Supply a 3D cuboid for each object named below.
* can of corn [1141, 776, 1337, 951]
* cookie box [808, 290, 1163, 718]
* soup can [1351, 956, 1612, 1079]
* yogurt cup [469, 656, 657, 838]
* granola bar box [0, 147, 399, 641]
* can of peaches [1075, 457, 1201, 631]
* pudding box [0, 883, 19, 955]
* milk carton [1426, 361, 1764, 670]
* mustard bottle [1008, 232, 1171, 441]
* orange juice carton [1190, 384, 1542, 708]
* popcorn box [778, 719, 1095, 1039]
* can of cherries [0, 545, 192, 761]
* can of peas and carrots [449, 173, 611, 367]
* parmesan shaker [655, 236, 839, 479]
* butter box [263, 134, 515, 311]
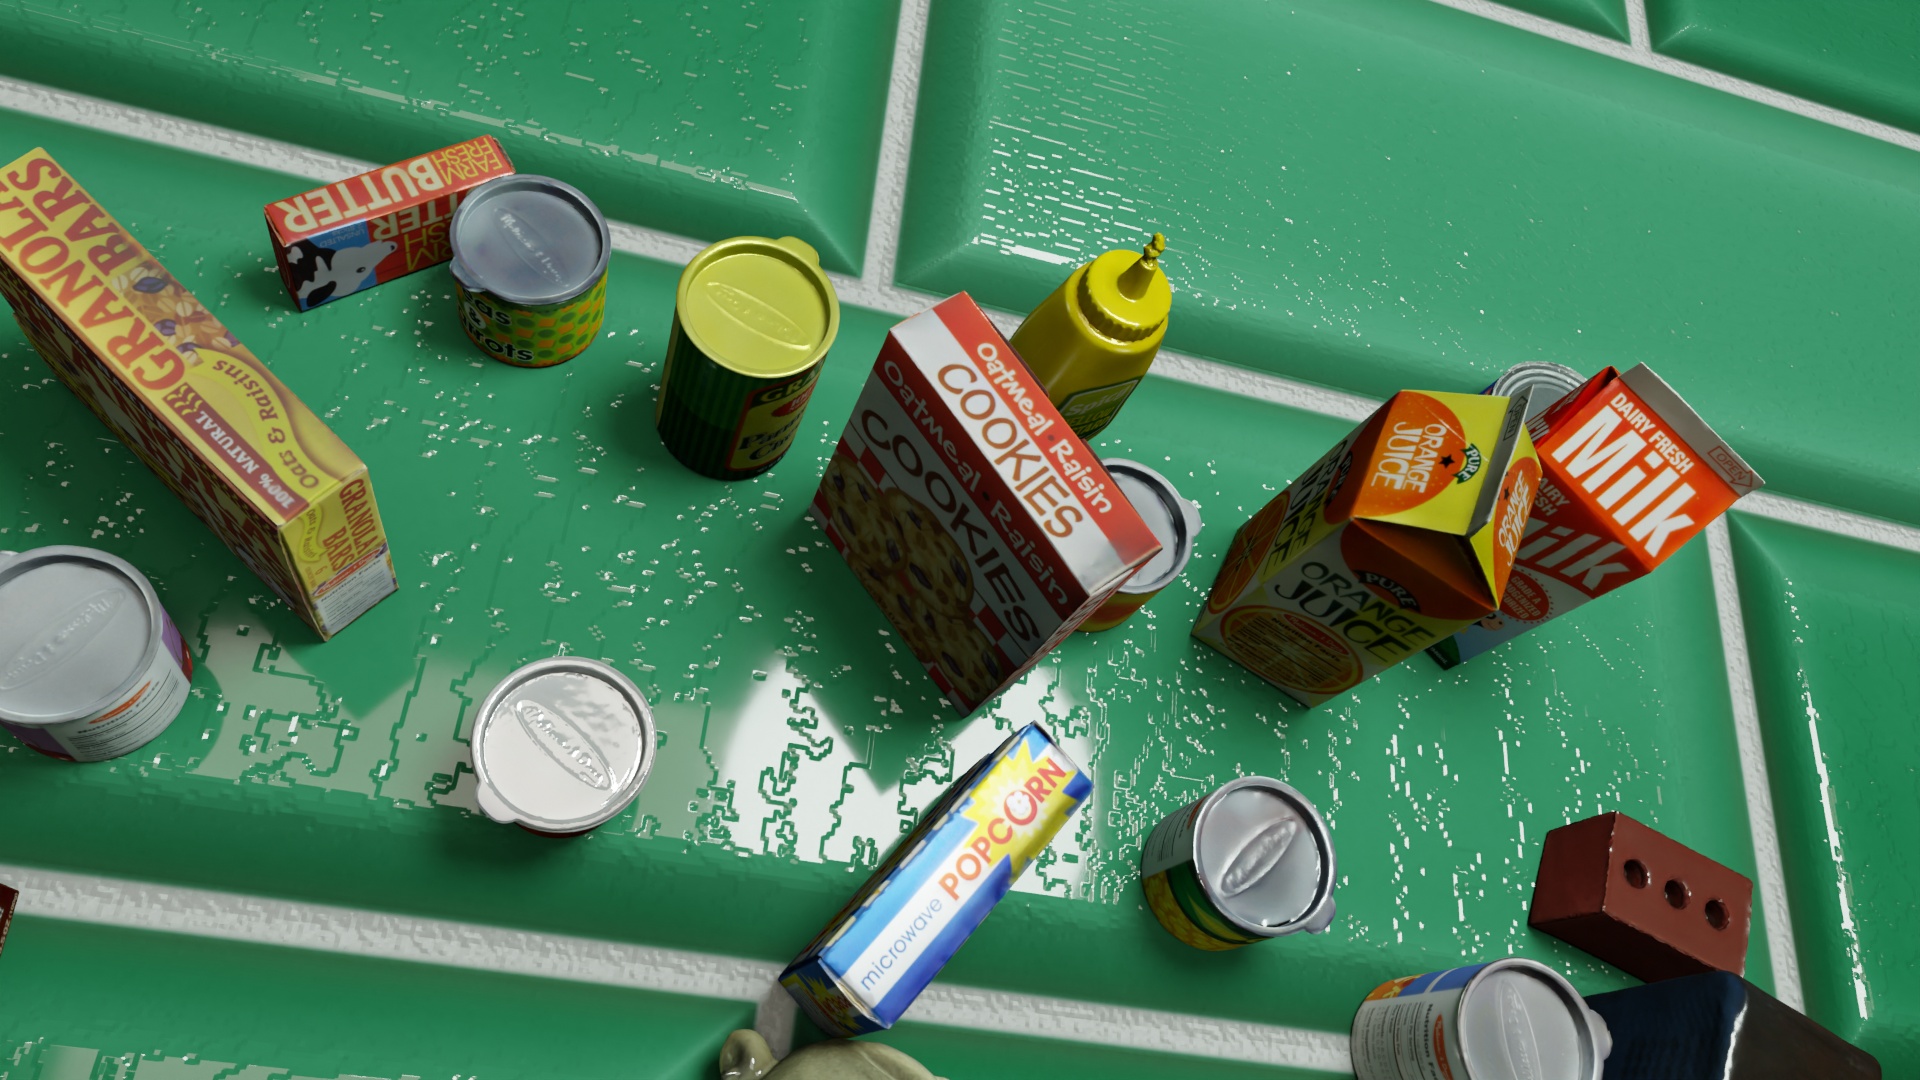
[{"bbox_3d":[0.121,0.143,0.603,0.071,0.058,0.071,6,66,-15],"label":"can of corn"},{"bbox_3d":[0.002,-0.007,0.570,0.040,0.166,0.123,-32,80,-26],"label":"cookie box"},{"bbox_3d":[0.218,0.215,0.587,0.071,0.083,0.071,6,66,-15],"label":"soup can"},{"bbox_3d":[-0.156,0.085,0.545,0.072,0.053,0.072,6,66,-15],"label":"yogurt cup"},{"bbox_3d":[-0.288,-0.047,0.522,0.165,0.123,0.039,43,62,4],"label":"granola bar box"},{"bbox_3d":[0.069,0.003,0.648,0.071,0.057,0.071,6,66,-15],"label":"can of peaches"},{"bbox_3d":[-0.346,0.153,0.459,0.030,0.049,0.084,8,66,-14],"label":"pudding box"},{"bbox_3d":[0.274,-0.013,0.644,0.072,0.189,0.074,47,63,6],"label":"milk carton"},{"bbox_3d":[0.057,-0.087,0.626,0.065,0.159,0.049,-17,74,-23],"label":"mustard bottle"},{"bbox_3d":[0.182,0.002,0.607,0.073,0.191,0.072,31,62,-2],"label":"orange juice carton"},{"bbox_3d":[-0.011,0.136,0.550,0.038,0.085,0.127,44,62,4],"label":"popcorn box"},{"bbox_3d":[-0.325,0.041,0.509,0.071,0.058,0.072,6,66,-15],"label":"can of cherries"},{"bbox_3d":[-0.193,-0.117,0.619,0.071,0.058,0.071,6,66,-15],"label":"can of peas and carrots"},{"bbox_3d":[-0.094,-0.078,0.607,0.071,0.102,0.071,6,66,-15],"label":"parmesan shaker"},{"bbox_3d":[-0.249,-0.141,0.615,0.104,0.053,0.024,-28,78,-26],"label":"butter box"}]
